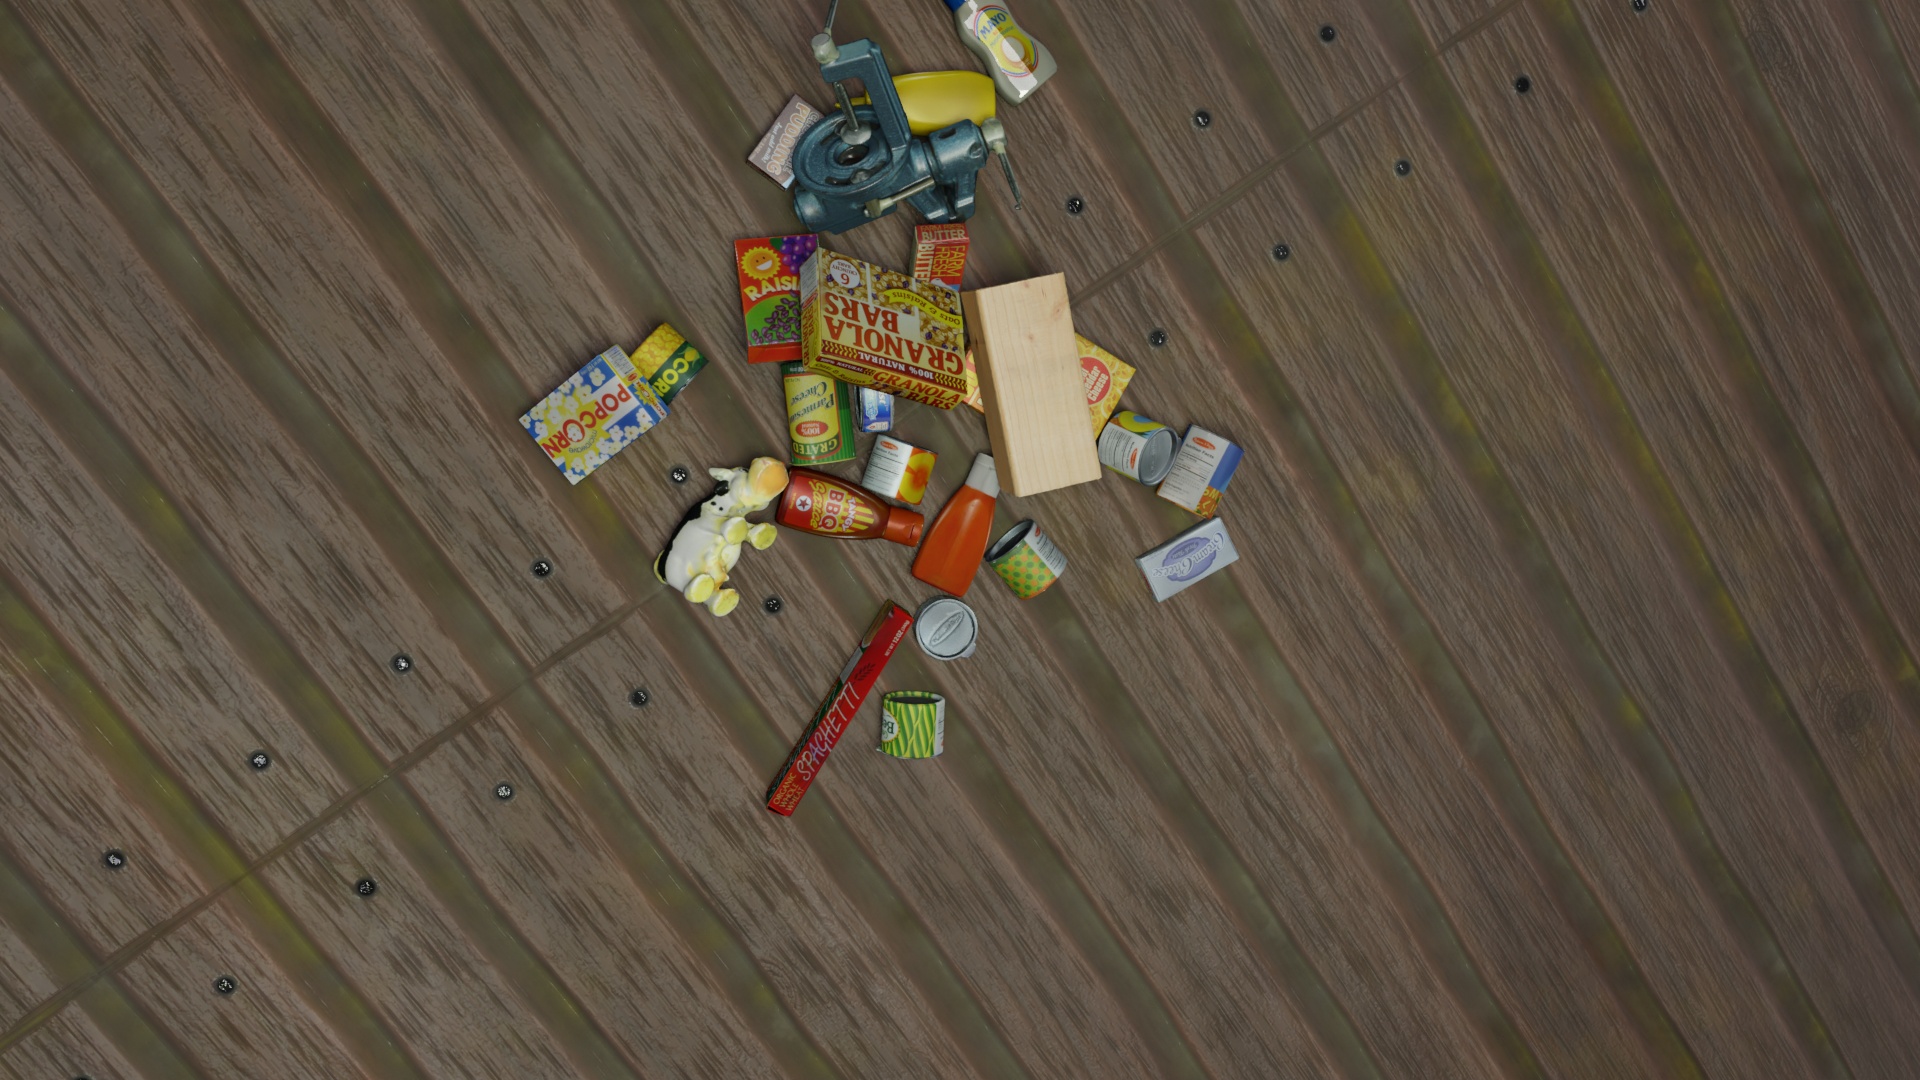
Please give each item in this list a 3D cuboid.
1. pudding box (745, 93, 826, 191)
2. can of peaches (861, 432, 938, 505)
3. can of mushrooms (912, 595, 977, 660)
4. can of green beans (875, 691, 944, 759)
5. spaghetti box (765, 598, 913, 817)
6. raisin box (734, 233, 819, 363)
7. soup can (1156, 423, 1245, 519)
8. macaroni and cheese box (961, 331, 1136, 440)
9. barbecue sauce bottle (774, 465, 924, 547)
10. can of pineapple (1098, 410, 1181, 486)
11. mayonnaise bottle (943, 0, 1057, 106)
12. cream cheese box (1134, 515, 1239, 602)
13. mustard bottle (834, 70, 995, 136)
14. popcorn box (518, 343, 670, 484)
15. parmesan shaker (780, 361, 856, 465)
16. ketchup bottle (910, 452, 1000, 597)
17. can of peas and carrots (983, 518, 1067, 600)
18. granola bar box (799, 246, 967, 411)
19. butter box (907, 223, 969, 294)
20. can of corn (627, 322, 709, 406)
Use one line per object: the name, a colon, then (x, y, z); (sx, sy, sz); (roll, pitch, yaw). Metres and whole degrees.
pudding box: (-0.170, -0.397, 1.387); (0.049, 0.030, 0.083); (36, 90, -13)
can of peaches: (-0.062, -0.073, 1.430); (0.071, 0.071, 0.058); (18, 94, -12)
can of mushrooms: (-0.015, 0.094, 1.474); (0.071, 0.033, 0.071); (-1, 97, -11)
can of green beans: (-0.050, 0.194, 1.463); (0.071, 0.071, 0.057); (1, 96, -11)
spaghetti box: (-0.128, 0.176, 1.455); (0.028, 0.050, 0.250); (32, 91, -11)
raisin box: (-0.175, -0.240, 1.374); (0.086, 0.040, 0.124); (-7, 69, -10)
soup can: (0.258, -0.073, 1.489); (0.071, 0.071, 0.083); (26, 93, -12)
macaroni and cheese box: (0.082, -0.169, 1.456); (0.166, 0.040, 0.123); (29, 90, -12)
barbecue sauce bottle: (-0.113, -0.029, 1.436); (0.148, 0.044, 0.064); (15, 98, -12)
can of pineapple: (0.188, -0.097, 1.463); (0.071, 0.058, 0.070); (-27, 130, -36)
mayonnaise bottle: (0.030, -0.515, 1.403); (0.065, 0.041, 0.148); (-42, 103, -3)
cream cheese box: (0.247, 0.019, 1.518); (0.104, 0.024, 0.053); (-28, 101, -6)
mustard bottle: (-0.046, -0.439, 1.395); (0.160, 0.049, 0.065); (-1, 96, -9)
popcorn box: (-0.356, -0.122, 1.353); (0.126, 0.038, 0.085); (-31, 104, 27)
parmesan shaker: (-0.147, -0.131, 1.407); (0.071, 0.071, 0.103); (-8, 98, -9)
ketchup bottle: (0.005, -0.018, 1.459); (0.065, 0.043, 0.148); (24, 92, -13)
can of peas and carrots: (0.068, 0.022, 1.465); (0.071, 0.071, 0.058); (-42, 103, -3)
granola bar box: (-0.073, -0.205, 1.354); (0.166, 0.039, 0.124); (12, 59, -31)
butter box: (-0.024, -0.276, 1.395); (0.053, 0.103, 0.024); (-4, 62, -10)
can of corn: (-0.292, -0.172, 1.371); (0.058, 0.071, 0.071); (43, 88, -12)
